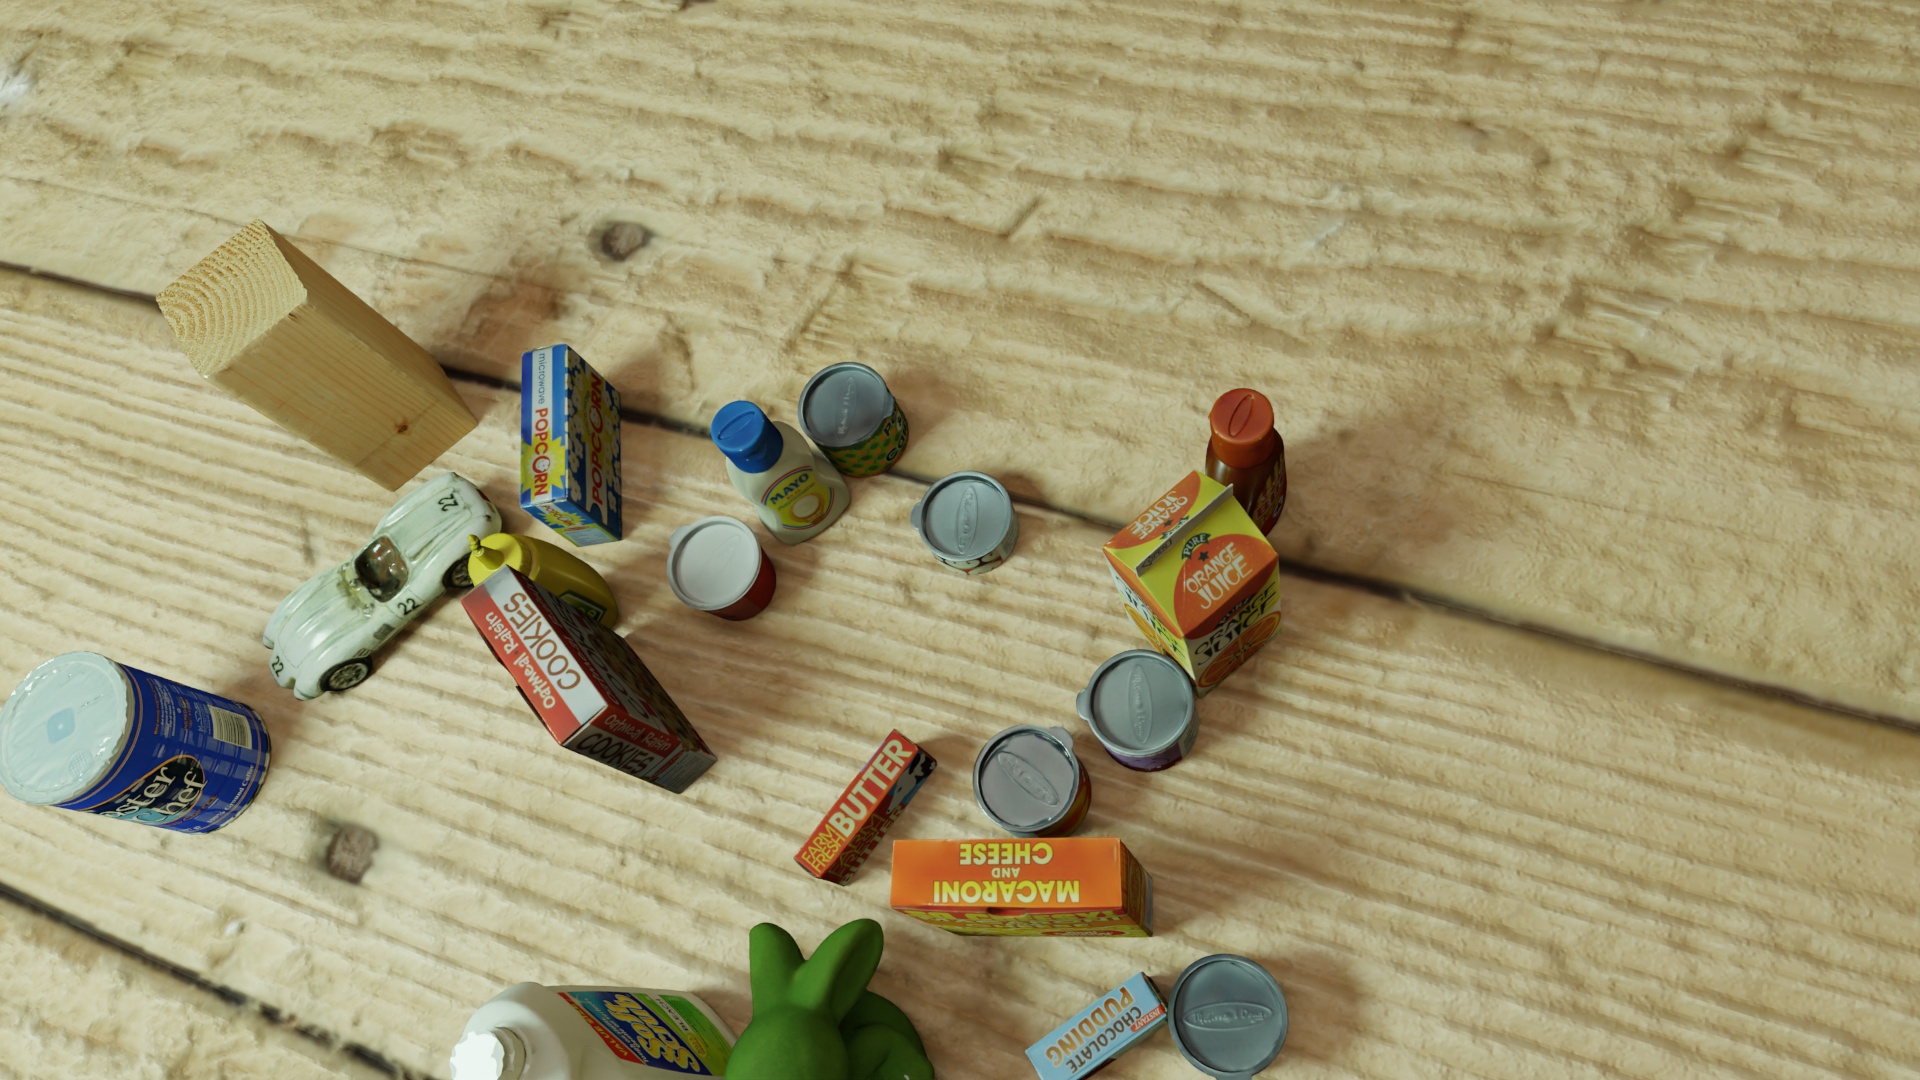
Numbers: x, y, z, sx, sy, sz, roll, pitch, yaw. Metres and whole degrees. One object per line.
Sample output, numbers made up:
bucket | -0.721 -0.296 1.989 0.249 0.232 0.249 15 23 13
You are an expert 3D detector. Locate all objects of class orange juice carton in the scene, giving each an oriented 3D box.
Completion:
orange juice carton | 0.139 0.024 0.820 0.072 0.192 0.073 -40 66 -3

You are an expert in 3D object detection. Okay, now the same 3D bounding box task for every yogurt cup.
yogurt cup | -0.163 0.023 0.968 0.072 0.053 0.072 -4 69 12

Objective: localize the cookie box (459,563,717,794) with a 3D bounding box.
cookie box | -0.236 0.094 0.896 0.040 0.167 0.123 -42 66 -4

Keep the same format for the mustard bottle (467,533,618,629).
mustard bottle | -0.289 0.031 0.937 0.065 0.160 0.049 -38 66 -2

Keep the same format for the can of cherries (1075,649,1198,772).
can of cherries | 0.112 0.107 0.868 0.071 0.058 0.072 -4 69 12

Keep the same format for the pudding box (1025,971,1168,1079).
pudding box | 0.082 0.288 0.810 0.084 0.049 0.030 -35 66 -1

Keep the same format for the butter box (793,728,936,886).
butter box | -0.059 0.172 0.887 0.024 0.053 0.103 35 81 22

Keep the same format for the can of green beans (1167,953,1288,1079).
can of green beans | 0.154 0.273 0.795 0.071 0.057 0.071 -4 69 12

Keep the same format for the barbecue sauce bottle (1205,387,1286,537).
barbecue sauce bottle | 0.177 -0.047 0.862 0.044 0.148 0.065 24 77 20

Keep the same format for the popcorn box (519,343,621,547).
popcorn box | -0.283 -0.069 1.014 0.038 0.085 0.127 -11 68 10

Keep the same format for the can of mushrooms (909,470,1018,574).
can of mushrooms | 0.003 -0.012 0.952 0.071 0.033 0.071 -4 69 12

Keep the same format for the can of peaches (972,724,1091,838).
can of peaches | 0.048 0.151 0.866 0.071 0.058 0.071 -4 69 12

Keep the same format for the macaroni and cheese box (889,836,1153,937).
macaroni and cheese box | 0.041 0.200 0.790 0.124 0.166 0.040 -3 69 12

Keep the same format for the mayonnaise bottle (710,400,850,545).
mayonnaise bottle | -0.124 -0.047 0.933 0.065 0.147 0.041 -37 66 -2

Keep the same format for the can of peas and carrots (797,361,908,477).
can of peas and carrots | -0.073 -0.085 0.985 0.071 0.058 0.071 -4 69 12
